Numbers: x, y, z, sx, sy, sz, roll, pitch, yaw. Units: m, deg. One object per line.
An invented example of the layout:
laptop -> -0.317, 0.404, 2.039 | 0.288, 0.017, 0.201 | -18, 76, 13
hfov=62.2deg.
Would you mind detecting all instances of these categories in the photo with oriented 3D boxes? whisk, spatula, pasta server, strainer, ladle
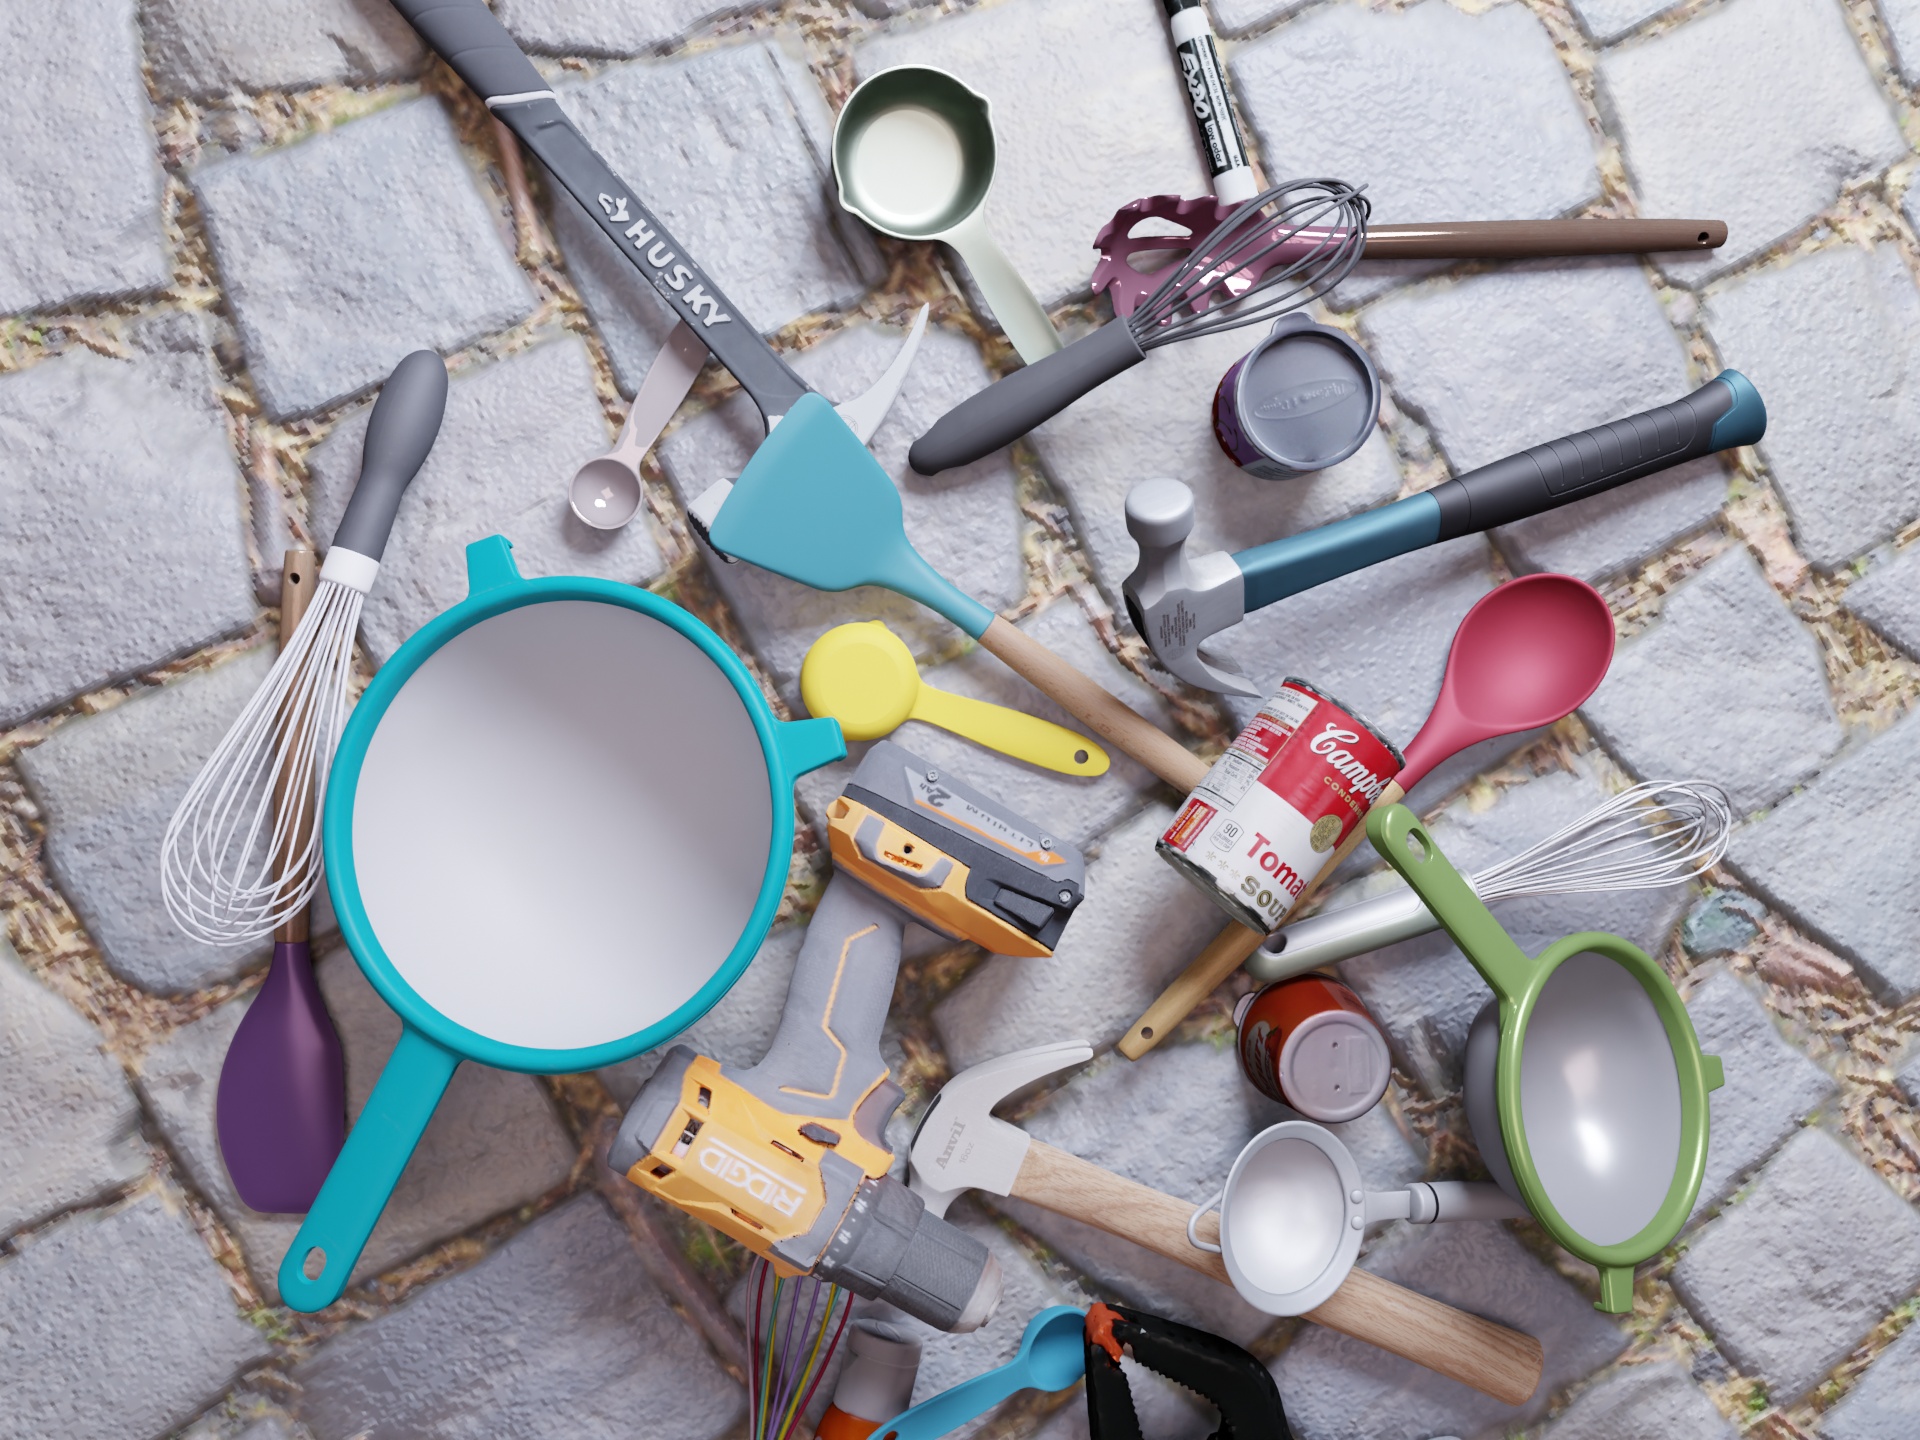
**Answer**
whisk -> 0.255, 0.080, 0.771 | 0.246, 0.058, 0.059 | -18, 128, 2
spatula -> -0.317, 0.078, 0.748 | 0.059, 0.018, 0.316 | 3, 94, -3
pasta server -> 0.215, -0.225, 0.756 | 0.316, 0.040, 0.060 | -3, 122, -5
whisk -> -0.093, 0.343, 0.769 | 0.047, 0.051, 0.245 | 17, 97, 25
strainer -> 0.249, 0.139, 0.741 | 0.256, 0.069, 0.151 | 49, 58, -14
strainer -> 0.210, 0.231, 0.757 | 0.258, 0.050, 0.087 | 4, 84, -21
ladle -> 0.191, 0.049, 0.764 | 0.315, 0.031, 0.069 | -44, 76, -3
spatula -> 0.033, -0.027, 0.745 | 0.317, 0.044, 0.082 | 35, 88, -9
whisk -> 0.077, -0.175, 0.723 | 0.239, 0.055, 0.055 | -27, 95, 18
whisk -> -0.286, -0.037, 0.713 | 0.070, 0.070, 0.285 | 17, 80, -4
strainer -> -0.196, 0.103, 0.713 | 0.211, 0.095, 0.340 | 28, 90, 12

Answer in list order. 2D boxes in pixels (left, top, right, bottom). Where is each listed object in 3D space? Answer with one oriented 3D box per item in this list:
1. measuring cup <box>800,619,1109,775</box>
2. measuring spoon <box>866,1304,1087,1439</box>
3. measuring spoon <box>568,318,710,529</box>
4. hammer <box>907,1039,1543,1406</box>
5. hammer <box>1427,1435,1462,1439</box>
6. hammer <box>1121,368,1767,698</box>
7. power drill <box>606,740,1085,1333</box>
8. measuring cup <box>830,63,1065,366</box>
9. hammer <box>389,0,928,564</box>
measuring cup -> -0.001, -0.002, 0.757 | 0.156, 0.029, 0.062 | 19, 92, -3
measuring spoon -> 0.007, 0.316, 0.762 | 0.128, 0.021, 0.042 | -18, 108, -23
measuring spoon -> -0.145, -0.145, 0.752 | 0.034, 0.018, 0.124 | 29, 84, -6
hammer -> 0.133, 0.258, 0.779 | 0.331, 0.031, 0.130 | 23, 92, -5
hammer -> 0.100, 0.449, 0.785 | 0.337, 0.034, 0.127 | -9, 92, -3
hammer -> 0.231, -0.099, 0.741 | 0.331, 0.033, 0.128 | -19, 136, -10
power drill -> -0.025, 0.147, 0.719 | 0.185, 0.084, 0.226 | 30, 82, 0
measuring cup -> 0.002, -0.225, 0.748 | 0.083, 0.038, 0.167 | -36, 107, 0
hammer -> -0.183, -0.271, 0.726 | 0.149, 0.036, 0.409 | -41, 93, -9
